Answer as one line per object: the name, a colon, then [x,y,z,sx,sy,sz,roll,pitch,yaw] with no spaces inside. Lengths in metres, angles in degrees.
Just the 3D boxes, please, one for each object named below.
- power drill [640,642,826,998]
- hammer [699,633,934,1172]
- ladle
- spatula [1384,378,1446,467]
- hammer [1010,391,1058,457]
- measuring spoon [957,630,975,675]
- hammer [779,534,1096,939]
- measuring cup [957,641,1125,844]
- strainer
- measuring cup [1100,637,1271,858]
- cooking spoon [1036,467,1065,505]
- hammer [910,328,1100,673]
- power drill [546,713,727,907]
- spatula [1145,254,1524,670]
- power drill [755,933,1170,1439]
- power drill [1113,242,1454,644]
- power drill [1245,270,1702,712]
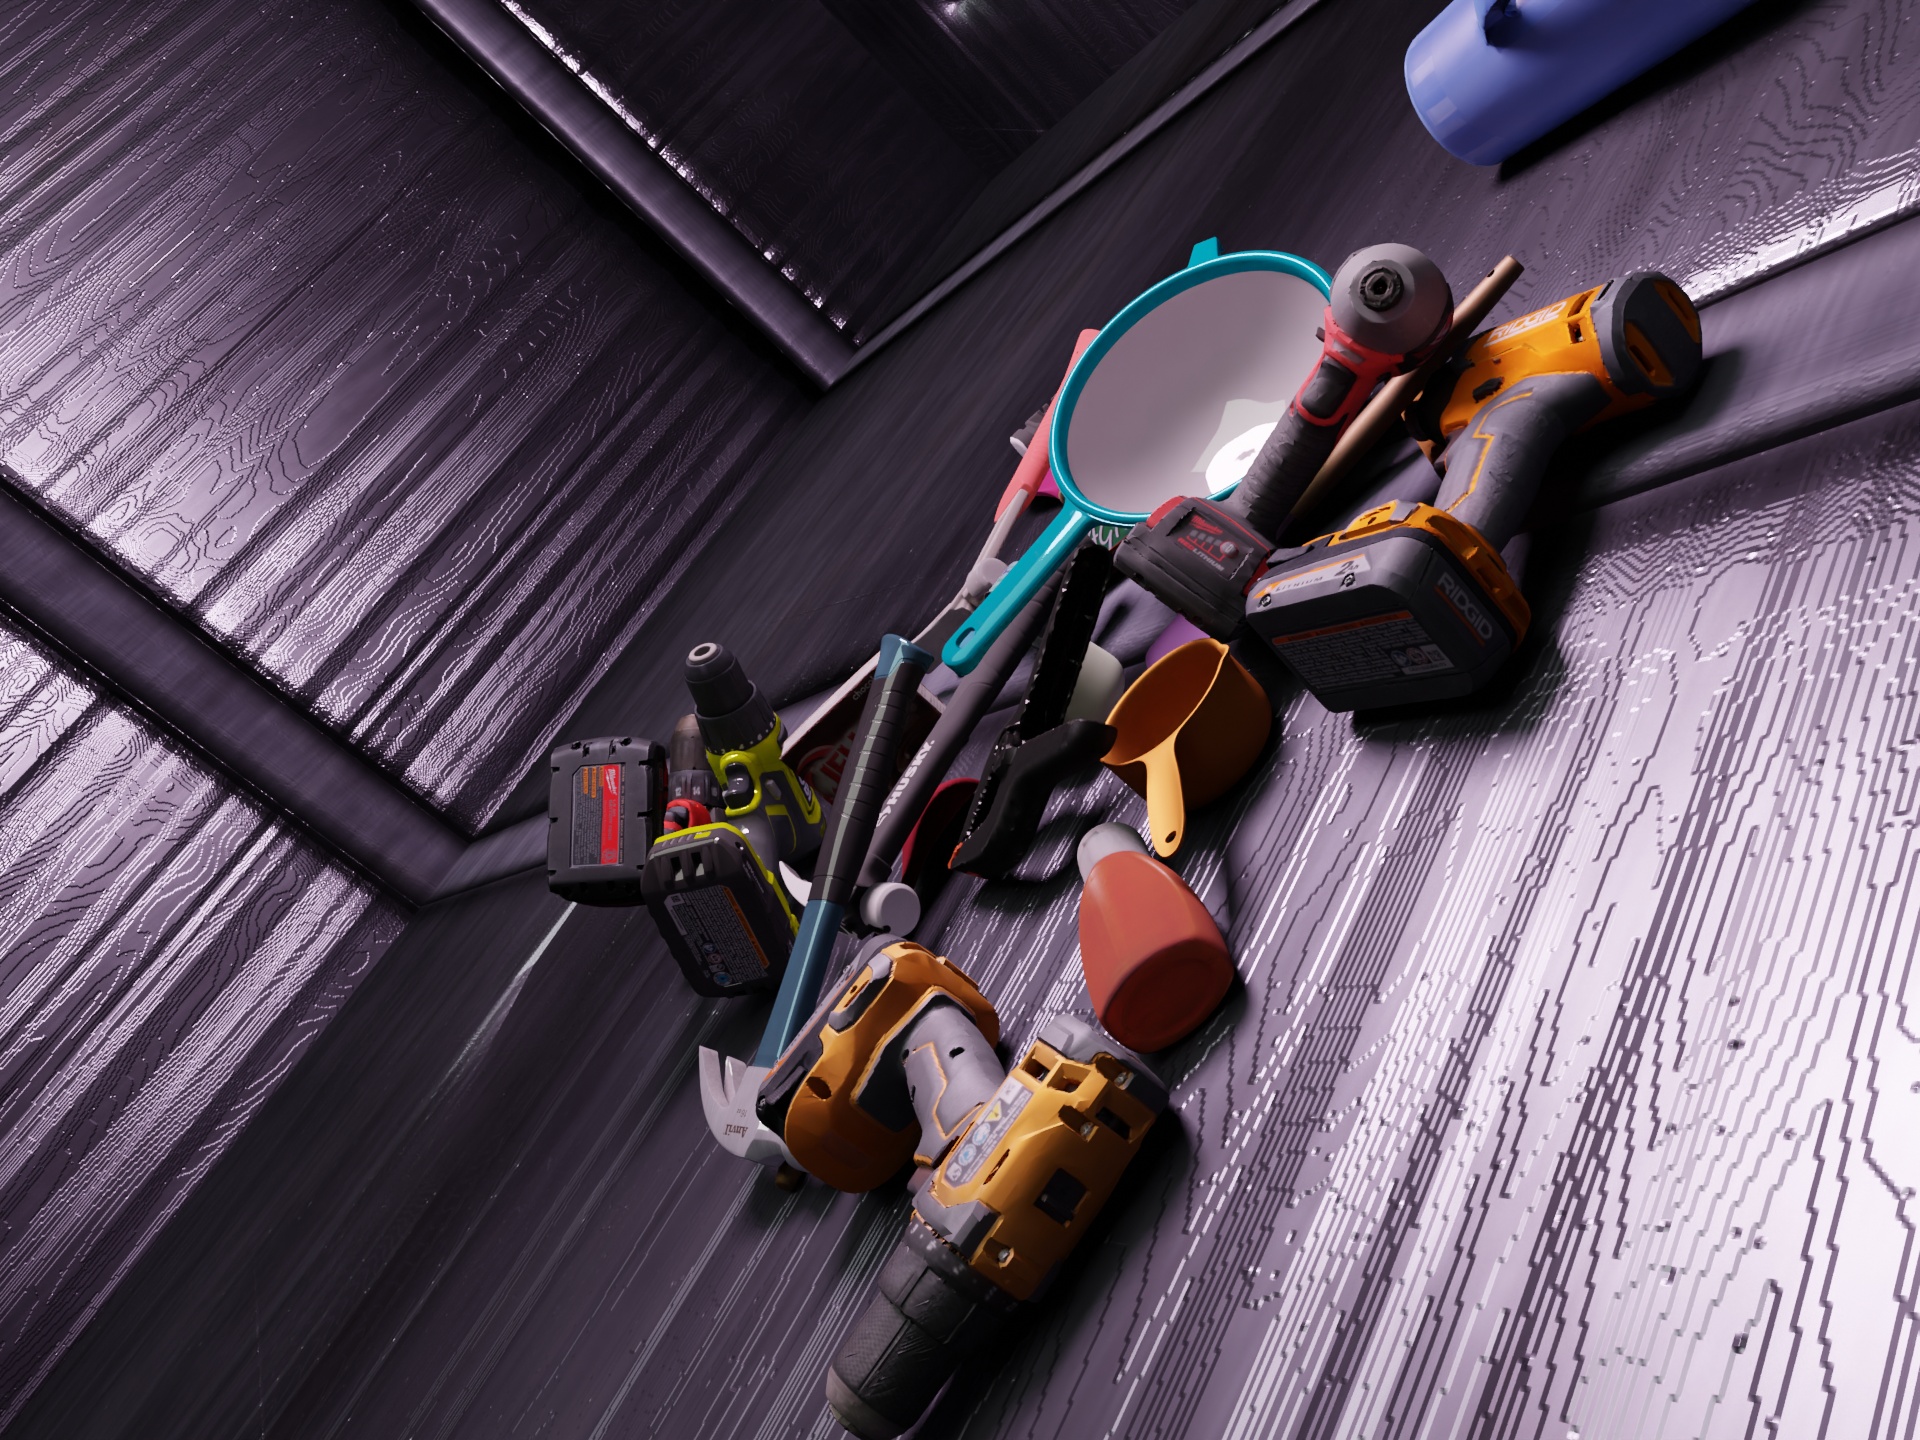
power drill: [-0.165,0.069,1.164,0.080,0.190,0.229,-14,33,11]
hammer: [-0.075,0.097,0.943,0.128,0.033,0.331,-11,56,50]
ladle: [-0.051,0.148,0.983,0.069,0.031,0.316,-47,15,48]
spatula: [0.275,-0.219,0.997,0.081,0.041,0.323,-40,23,24]
hammer: [0.142,-0.275,1.394,0.127,0.034,0.337,-45,19,-3]
measuring spoon: [0.028,-0.092,1.303,0.129,0.021,0.042,-56,19,-19]
hammer: [-0.002,-0.003,1.054,0.146,0.035,0.335,-4,49,56]
measuring cup: [0.051,0.024,1.006,0.167,0.038,0.083,-59,11,27]
strainer: [0.126,-0.144,1.033,0.340,0.095,0.211,-48,43,4]
measuring cup: [0.117,0.028,0.798,0.095,0.052,0.174,-40,21,25]
cooking spoon: [0.095,-0.187,1.350,0.069,0.017,0.319,-31,20,4]
hammer: [0.054,-0.199,1.330,0.149,0.036,0.359,-42,18,54]
power drill: [-0.232,0.070,1.224,0.226,0.080,0.188,49,-142,-72]
spatula: [0.213,-0.140,0.934,0.316,0.018,0.060,-50,19,21]
power drill: [-0.020,0.200,0.721,0.185,0.084,0.226,-53,23,-10]
power drill: [0.181,-0.152,0.851,0.219,0.078,0.143,-56,-11,16]
power drill: [0.236,-0.110,0.765,0.226,0.084,0.164,-51,16,-21]
